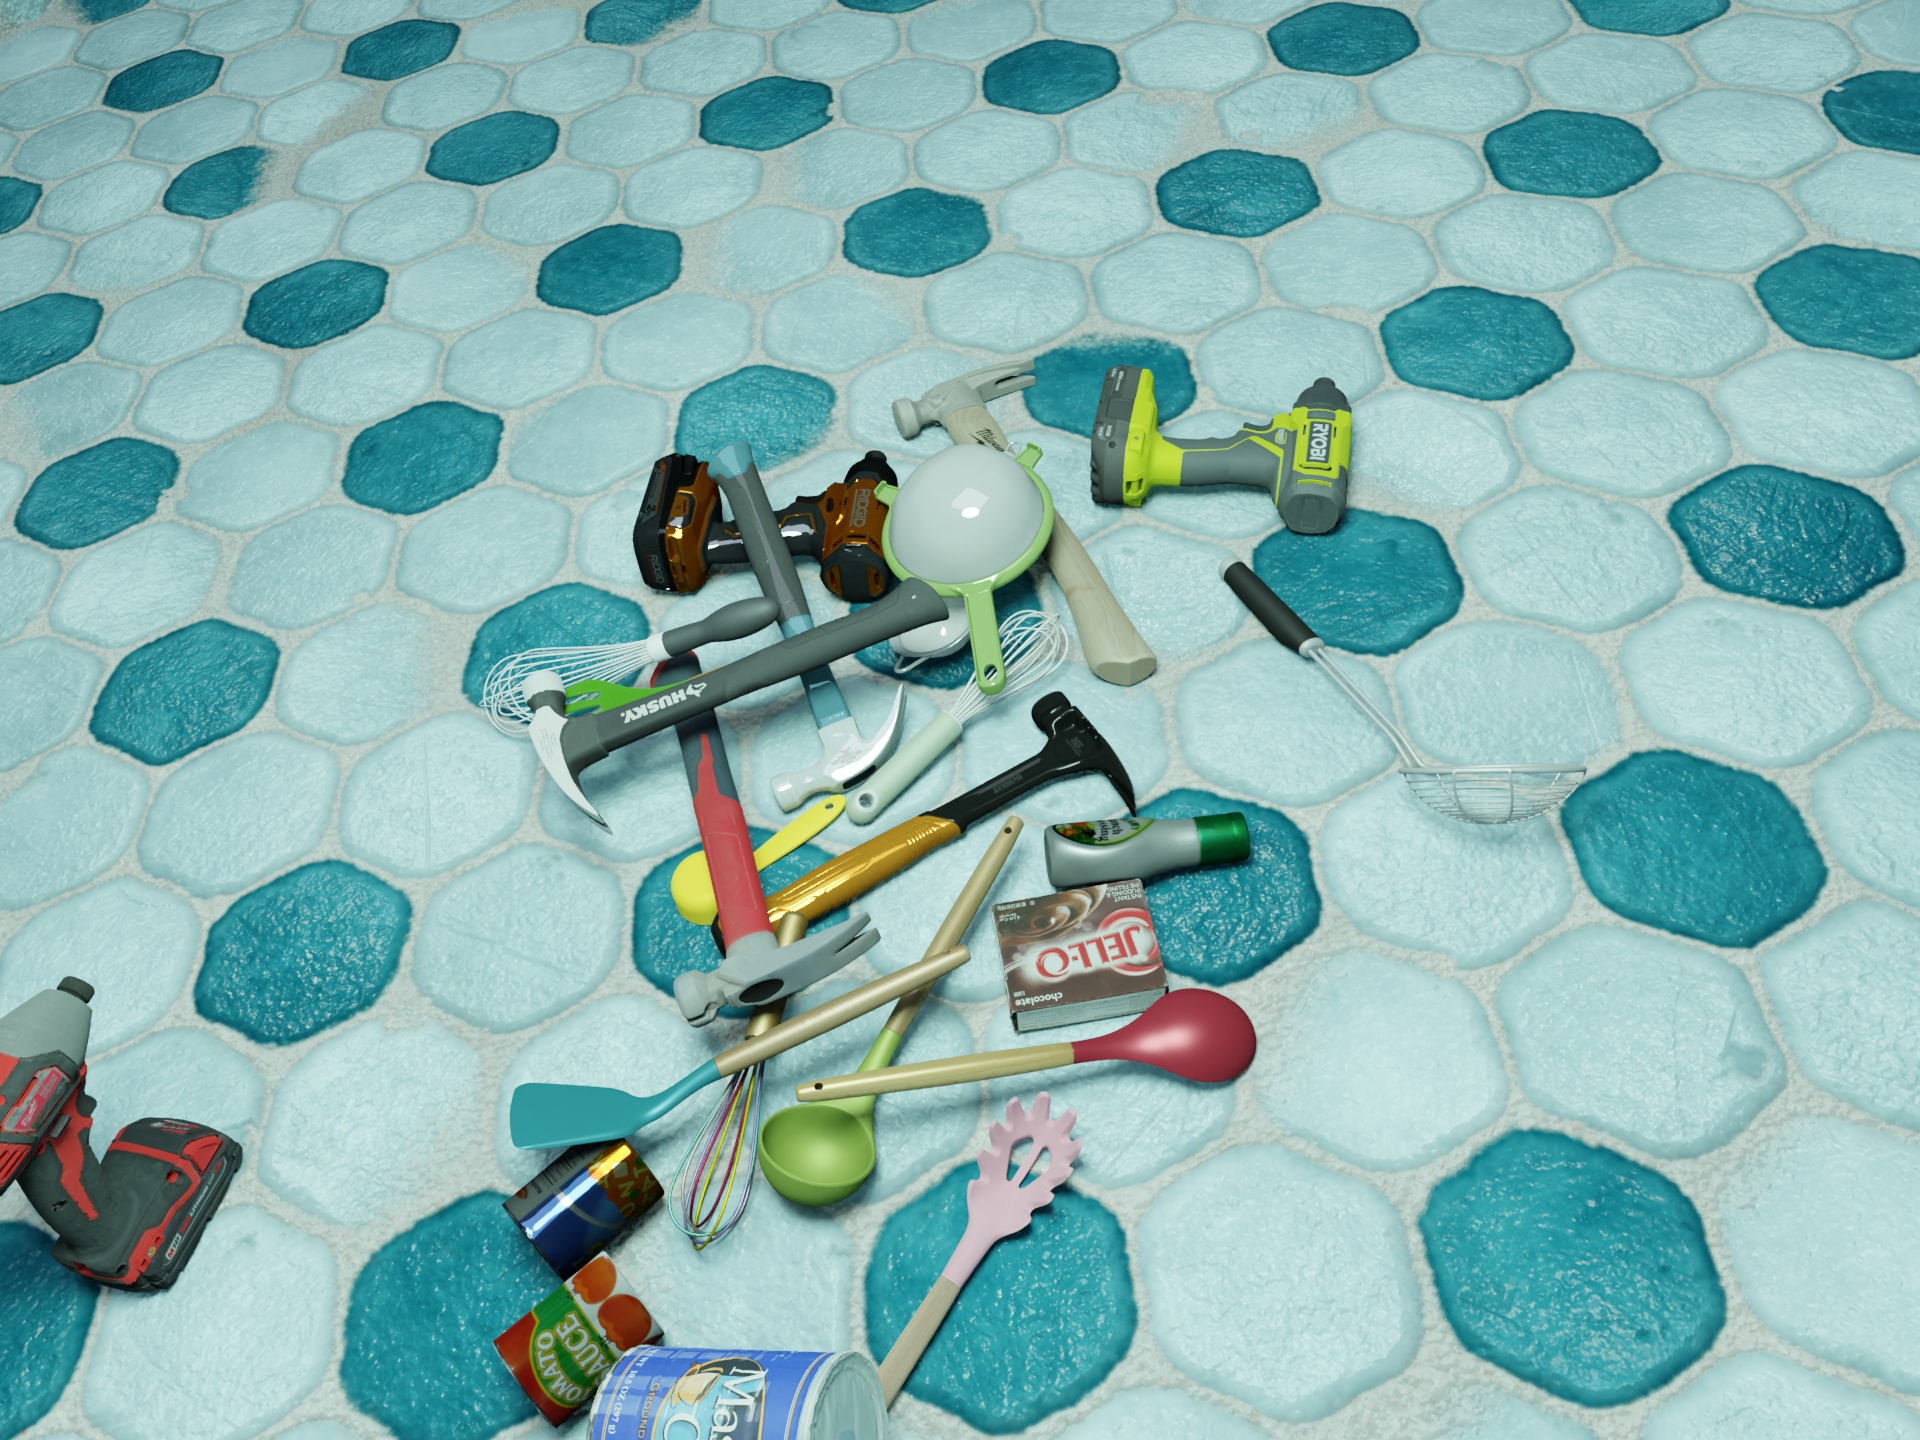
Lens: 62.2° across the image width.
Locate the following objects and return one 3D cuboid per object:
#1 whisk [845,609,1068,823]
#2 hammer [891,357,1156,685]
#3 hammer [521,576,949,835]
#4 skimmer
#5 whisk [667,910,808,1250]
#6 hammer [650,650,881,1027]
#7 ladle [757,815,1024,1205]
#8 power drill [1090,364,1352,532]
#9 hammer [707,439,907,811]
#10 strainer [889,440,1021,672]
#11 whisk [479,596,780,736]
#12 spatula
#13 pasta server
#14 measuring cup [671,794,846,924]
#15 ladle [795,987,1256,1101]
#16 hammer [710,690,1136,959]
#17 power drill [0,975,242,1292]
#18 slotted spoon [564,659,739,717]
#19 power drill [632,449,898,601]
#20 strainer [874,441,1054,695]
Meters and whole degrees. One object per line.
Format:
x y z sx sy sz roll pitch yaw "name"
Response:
-0.002 -0.004 1.280 0.058 0.059 0.246 44 72 7 "whisk"
0.077 -0.185 1.420 0.146 0.038 0.411 -21 51 -10 "hammer"
-0.167 -0.029 1.232 0.335 0.035 0.146 -22 60 -4 "hammer"
0.321 -0.043 1.226 0.127 0.090 0.364 -1 39 -34 "skimmer"
-0.147 0.242 1.093 0.051 0.047 0.245 10 56 5 "whisk"
-0.172 0.060 1.219 0.143 0.038 0.387 -23 42 -1 "hammer"
-0.035 0.189 1.100 0.078 0.062 0.320 24 63 17 "ladle"
0.236 -0.252 1.424 0.223 0.080 0.171 7 52 11 "power drill"
-0.143 -0.092 1.320 0.128 0.033 0.331 -21 68 -4 "hammer"
0.006 -0.137 1.364 0.087 0.050 0.258 5 62 36 "strainer"
-0.275 -0.050 1.315 0.284 0.070 0.070 -17 48 17 "whisk"
-0.141 0.212 1.059 0.317 0.044 0.082 -24 20 -7 "spatula"
-0.022 0.369 0.981 0.060 0.040 0.316 29 62 16 "pasta server"
-0.155 0.098 1.229 0.156 0.029 0.062 -36 54 -16 "measuring cup"
0.048 0.223 1.054 0.315 0.031 0.069 -7 55 -9 "ladle"
-0.031 0.095 1.209 0.337 0.034 0.127 -28 51 -13 "hammer"
-0.570 0.272 1.035 0.078 0.219 0.143 7 53 15 "power drill"
-0.192 -0.036 1.274 0.314 0.031 0.070 -18 68 1 "slotted spoon"
-0.166 -0.186 1.436 0.226 0.084 0.164 2 51 6 "power drill"
0.005 -0.139 1.300 0.151 0.069 0.257 -14 54 8 "strainer"
